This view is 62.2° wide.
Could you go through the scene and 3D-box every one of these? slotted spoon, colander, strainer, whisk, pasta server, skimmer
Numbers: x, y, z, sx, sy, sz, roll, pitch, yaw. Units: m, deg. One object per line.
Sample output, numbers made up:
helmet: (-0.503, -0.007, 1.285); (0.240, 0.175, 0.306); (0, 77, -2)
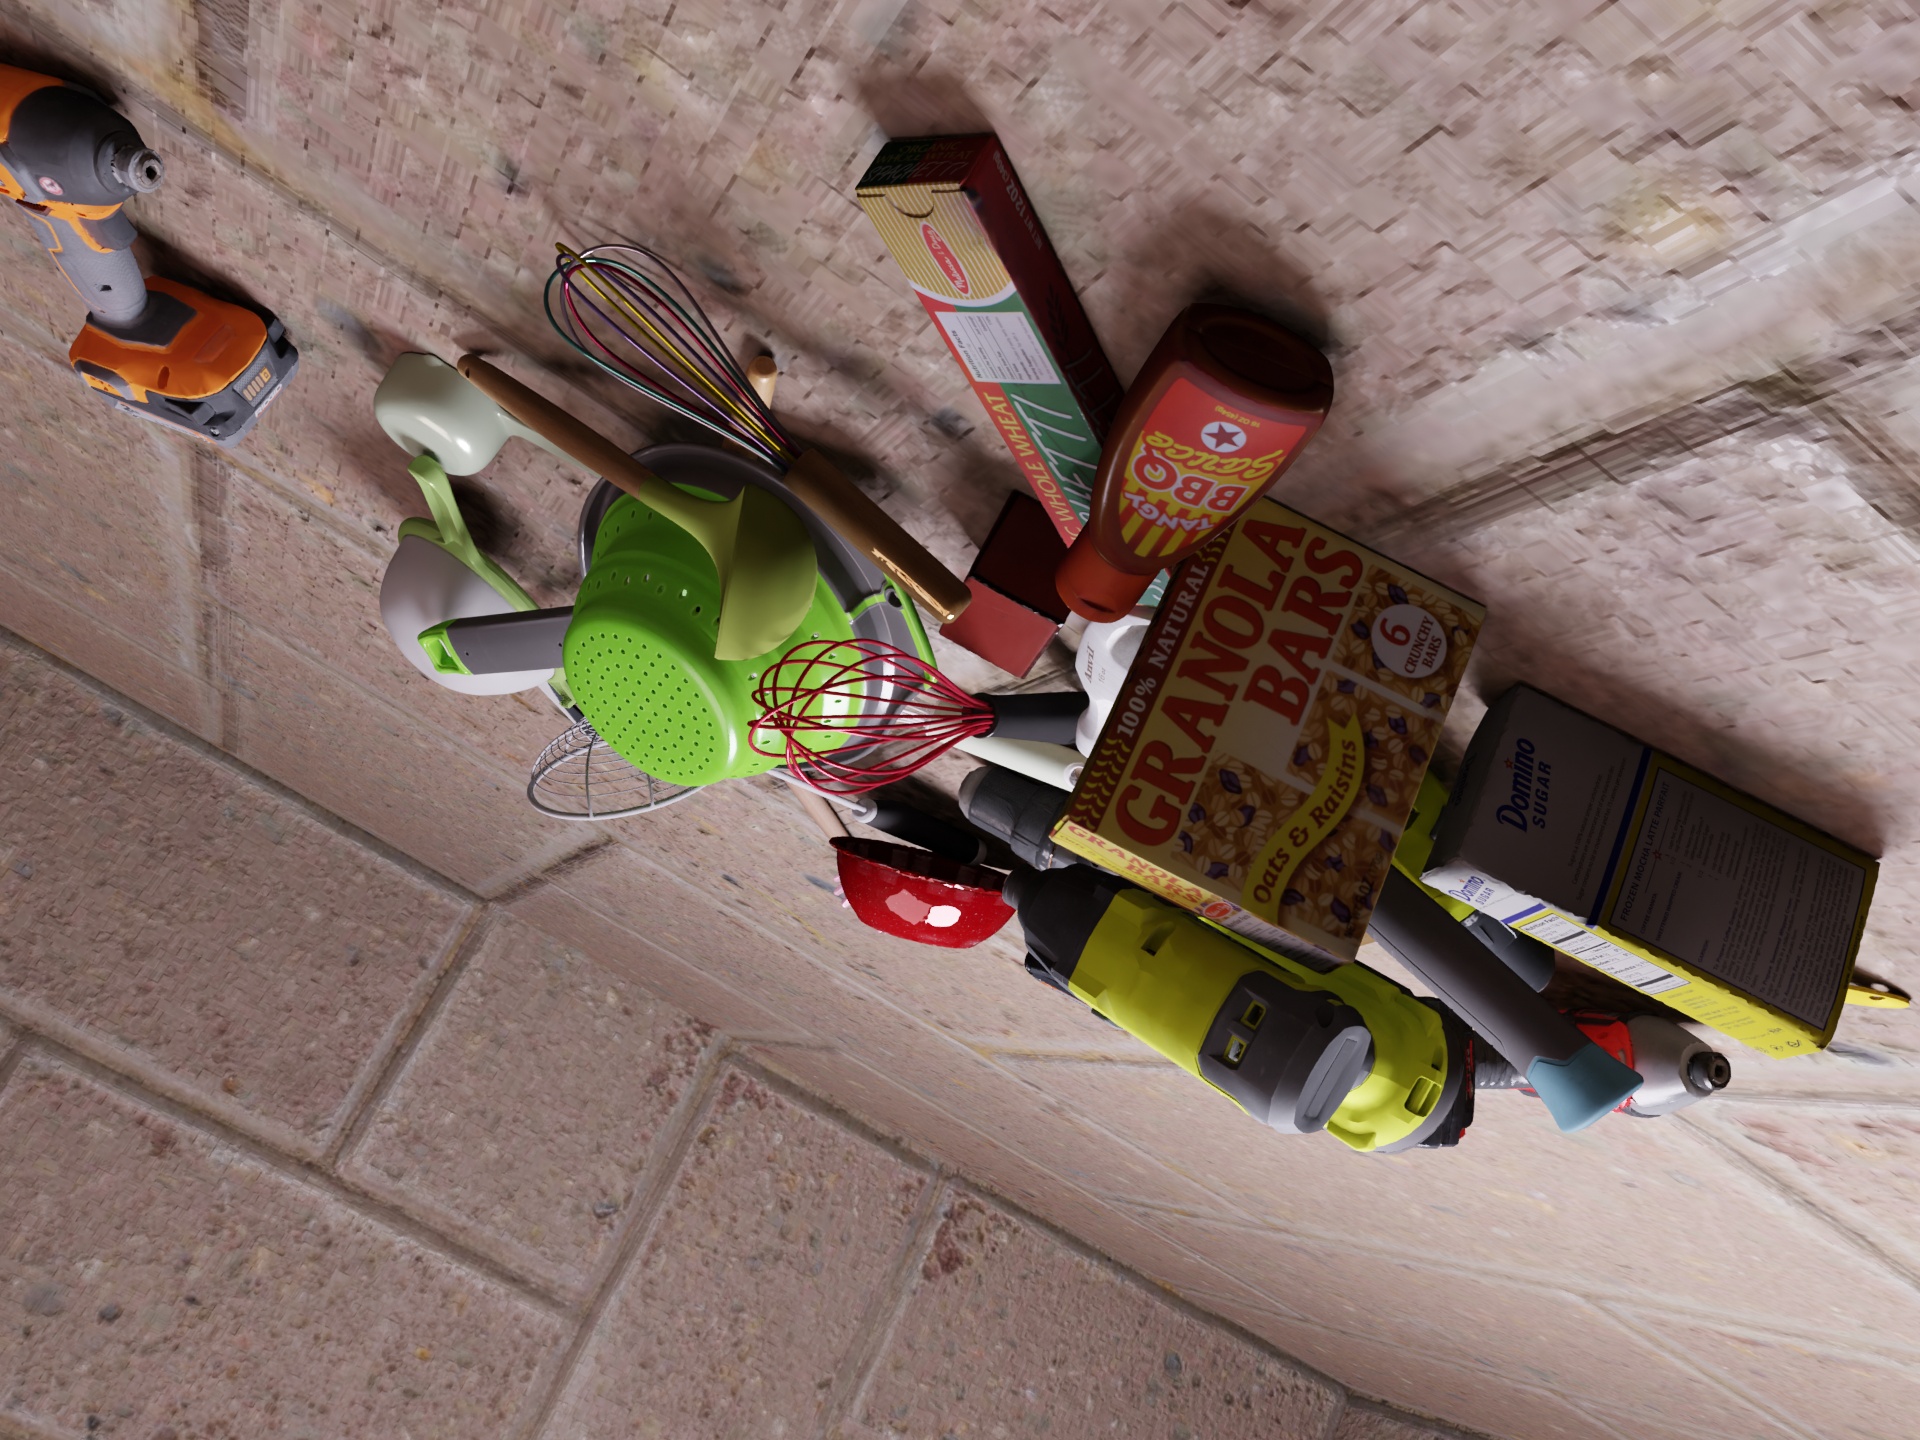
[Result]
slotted spoon: (-0.129, -0.116, 0.877); (0.070, 0.031, 0.313); (32, 157, -3)
colander: (-0.202, -0.031, 0.879); (0.397, 0.094, 0.204); (-3, 124, 38)
strainer: (-0.337, -0.082, 1.032); (0.151, 0.069, 0.256); (36, 159, 9)
whisk: (-0.024, -0.004, 0.994); (0.246, 0.058, 0.059); (21, -167, 9)
whisk: (-0.001, -0.003, 0.788); (0.073, 0.073, 0.295); (13, -173, 33)
pasta server: (-0.113, 0.094, 1.330); (0.060, 0.040, 0.315); (28, 161, 30)
skimmer: (-0.122, 0.071, 1.099); (0.363, 0.090, 0.127); (25, 177, -41)
whisk: (-0.091, -0.129, 0.717); (0.245, 0.051, 0.047); (42, 148, -3)

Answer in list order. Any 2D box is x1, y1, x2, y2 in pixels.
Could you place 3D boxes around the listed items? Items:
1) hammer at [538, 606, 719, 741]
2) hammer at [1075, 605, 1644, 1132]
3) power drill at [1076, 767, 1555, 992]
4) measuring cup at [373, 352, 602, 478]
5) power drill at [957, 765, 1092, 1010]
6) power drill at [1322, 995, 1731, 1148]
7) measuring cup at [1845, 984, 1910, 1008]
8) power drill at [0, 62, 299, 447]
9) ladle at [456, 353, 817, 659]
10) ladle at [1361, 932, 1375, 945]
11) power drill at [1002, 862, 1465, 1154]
hammer: (-0.230, -0.045, 1.072); (0.149, 0.036, 0.409); (49, 156, -22)
hammer: (0.160, 0.056, 0.710); (0.331, 0.033, 0.128); (46, 150, 36)
power drill: (0.189, 0.083, 0.859); (0.190, 0.080, 0.228); (44, 151, -18)
measuring cup: (-0.267, -0.157, 0.925); (0.167, 0.038, 0.083); (26, 159, 10)
power drill: (0.087, 0.122, 1.102); (0.185, 0.084, 0.226); (27, 156, 18)
power drill: (0.315, 0.195, 0.904); (0.219, 0.078, 0.143); (5, 172, -24)
measuring cup: (0.396, 0.115, 0.800); (0.156, 0.029, 0.062); (12, 157, 6)
power drill: (-0.464, -0.256, 0.881); (0.164, 0.084, 0.226); (20, 154, 18)
ladle: (-0.176, -0.122, 0.775); (0.062, 0.078, 0.320); (-11, -145, -43)
ladle: (0.245, 0.140, 1.023); (0.069, 0.031, 0.315); (28, 157, -7)
power drill: (0.128, 0.128, 0.727); (0.171, 0.080, 0.223); (29, -179, 38)
